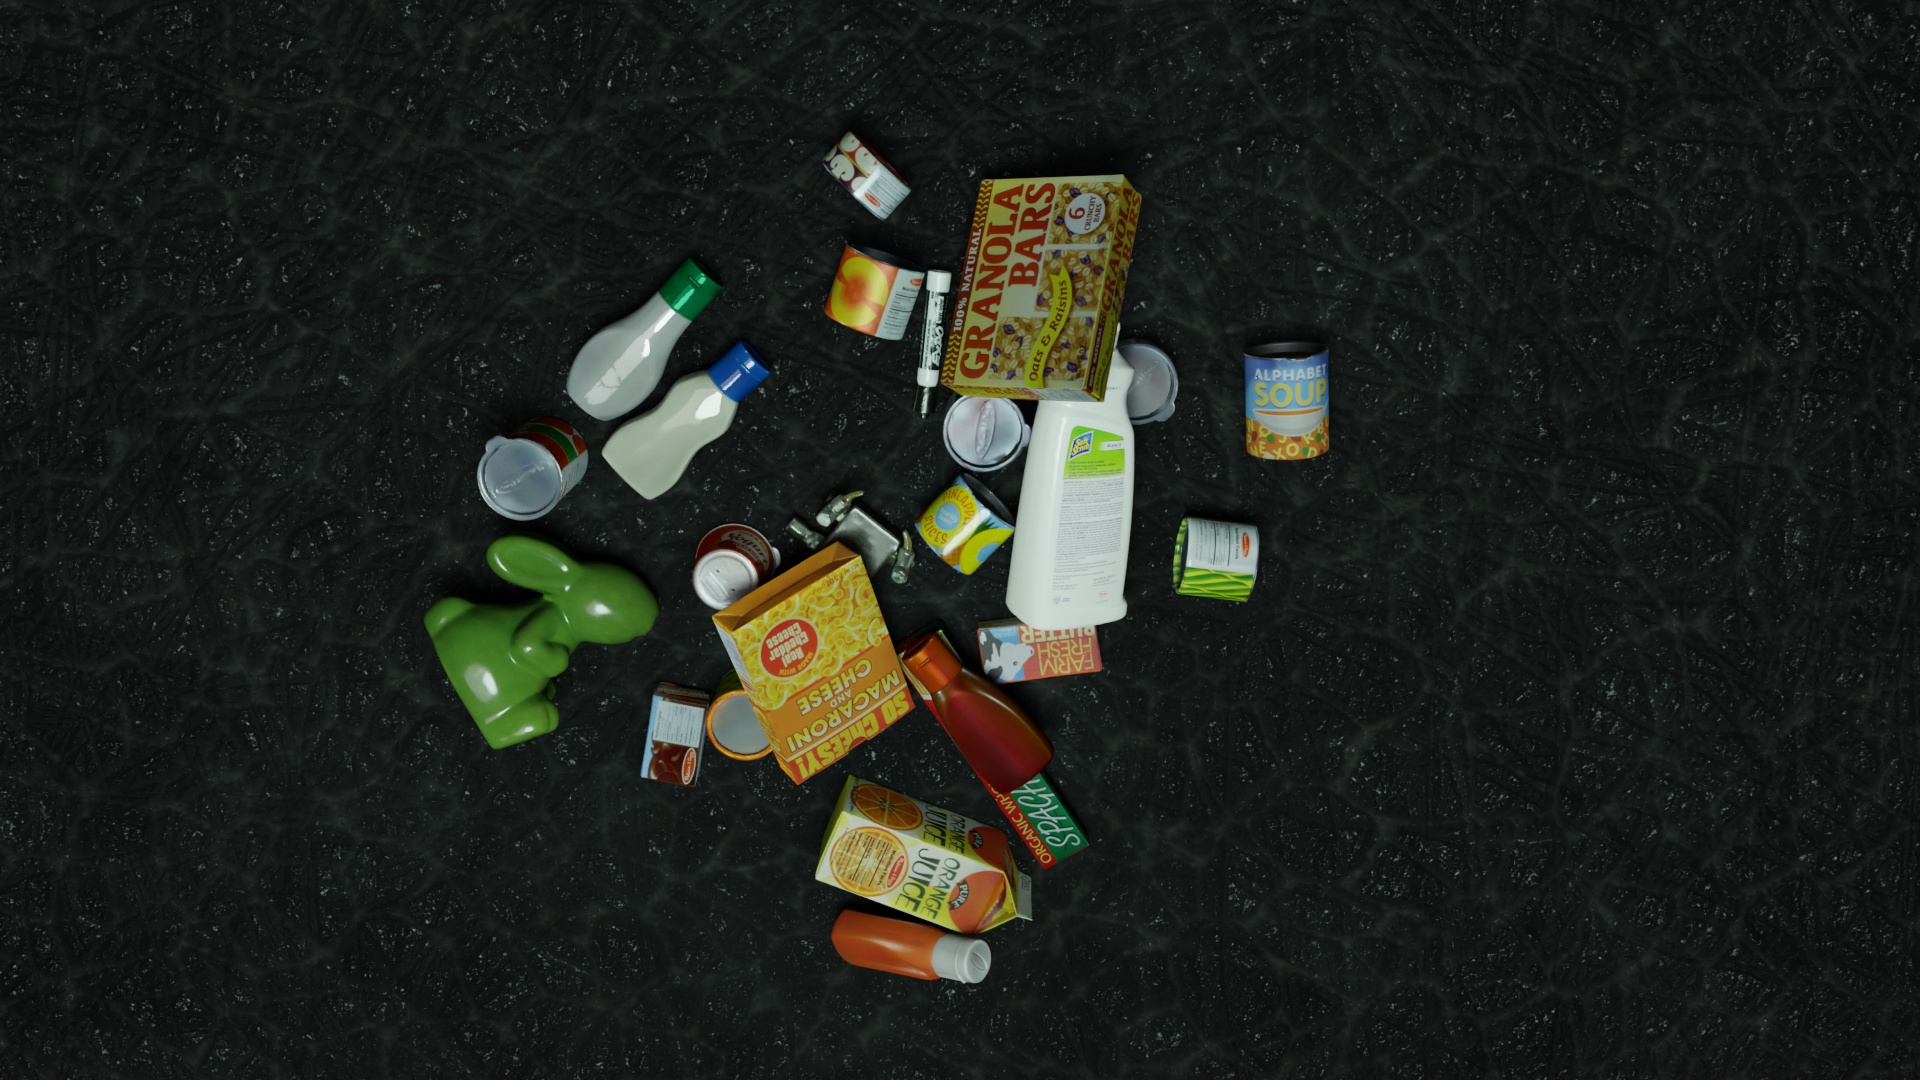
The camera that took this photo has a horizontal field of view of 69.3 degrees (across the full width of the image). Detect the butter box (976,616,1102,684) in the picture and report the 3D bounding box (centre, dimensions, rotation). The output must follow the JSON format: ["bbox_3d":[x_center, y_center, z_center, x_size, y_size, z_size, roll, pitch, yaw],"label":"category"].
[{"bbox_3d":[0.068,0.091,1.197,0.103,0.024,0.053,-7,106,2],"label":"butter box"}]

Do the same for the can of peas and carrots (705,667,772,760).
[{"bbox_3d":[-0.184,0.149,1.196,0.071,0.059,0.070,0,107,0],"label":"can of peas and carrots"}]

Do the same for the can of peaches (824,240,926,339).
[{"bbox_3d":[-0.069,-0.196,1.089,0.071,0.071,0.058,19,107,-6],"label":"can of peaches"}]

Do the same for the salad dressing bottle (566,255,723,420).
[{"bbox_3d":[-0.251,-0.162,1.110,0.064,0.044,0.147,44,101,-10],"label":"salad dressing bottle"}]

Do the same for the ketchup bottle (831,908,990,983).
[{"bbox_3d":[-0.042,0.361,1.226,0.148,0.044,0.064,-2,138,39],"label":"ketchup bottle"}]

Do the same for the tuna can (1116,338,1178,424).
[{"bbox_3d":[0.143,-0.128,1.127,0.071,0.033,0.070,0,107,0],"label":"tuna can"}]

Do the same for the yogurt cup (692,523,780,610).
[{"bbox_3d":[-0.192,0.025,1.161,0.072,0.054,0.072,0,107,1],"label":"yogurt cup"}]

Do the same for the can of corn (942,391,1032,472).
[{"bbox_3d":[0.022,-0.094,1.123,0.071,0.058,0.071,0,107,0],"label":"can of corn"}]

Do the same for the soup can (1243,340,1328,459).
[{"bbox_3d":[0.262,-0.112,1.112,0.071,0.071,0.083,-5,107,1],"label":"soup can"}]

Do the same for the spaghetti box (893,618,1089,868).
[{"bbox_3d":[0.030,0.182,1.223,0.050,0.029,0.249,-32,104,9],"label":"spaghetti box"}]

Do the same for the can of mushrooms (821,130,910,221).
[{"bbox_3d":[-0.073,-0.281,1.064,0.071,0.071,0.033,42,103,-12],"label":"can of mushrooms"}]

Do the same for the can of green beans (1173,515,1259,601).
[{"bbox_3d":[0.211,0.015,1.153,0.058,0.071,0.071,7,107,-1],"label":"can of green beans"}]

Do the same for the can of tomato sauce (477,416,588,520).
[{"bbox_3d":[-0.344,-0.061,1.119,0.071,0.083,0.071,0,107,0],"label":"can of tomato sauce"}]

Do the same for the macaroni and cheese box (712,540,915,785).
[{"bbox_3d":[-0.117,0.102,1.143,0.124,0.040,0.165,-32,124,-22],"label":"macaroni and cheese box"}]

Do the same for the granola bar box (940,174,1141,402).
[{"bbox_3d":[0.060,-0.189,1.044,0.124,0.039,0.165,6,80,31],"label":"granola bar box"}]

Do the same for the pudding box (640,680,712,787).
[{"bbox_3d":[-0.249,0.170,1.217,0.050,0.030,0.083,11,107,-5],"label":"pudding box"}]

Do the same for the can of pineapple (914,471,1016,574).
[{"bbox_3d":[0.004,-0.014,1.142,0.071,0.071,0.057,42,103,-12],"label":"can of pineapple"}]

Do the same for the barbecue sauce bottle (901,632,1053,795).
[{"bbox_3d":[0.011,0.143,1.172,0.065,0.044,0.148,-38,102,10],"label":"barbecue sauce bottle"}]

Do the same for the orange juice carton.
[{"bbox_3d":[-0.025,0.285,1.231,0.193,0.072,0.072,22,106,-6],"label":"orange juice carton"}]

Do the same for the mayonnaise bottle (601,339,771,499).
[{"bbox_3d":[-0.219,-0.102,1.130,0.148,0.041,0.064,-40,105,10],"label":"mayonnaise bottle"}]
